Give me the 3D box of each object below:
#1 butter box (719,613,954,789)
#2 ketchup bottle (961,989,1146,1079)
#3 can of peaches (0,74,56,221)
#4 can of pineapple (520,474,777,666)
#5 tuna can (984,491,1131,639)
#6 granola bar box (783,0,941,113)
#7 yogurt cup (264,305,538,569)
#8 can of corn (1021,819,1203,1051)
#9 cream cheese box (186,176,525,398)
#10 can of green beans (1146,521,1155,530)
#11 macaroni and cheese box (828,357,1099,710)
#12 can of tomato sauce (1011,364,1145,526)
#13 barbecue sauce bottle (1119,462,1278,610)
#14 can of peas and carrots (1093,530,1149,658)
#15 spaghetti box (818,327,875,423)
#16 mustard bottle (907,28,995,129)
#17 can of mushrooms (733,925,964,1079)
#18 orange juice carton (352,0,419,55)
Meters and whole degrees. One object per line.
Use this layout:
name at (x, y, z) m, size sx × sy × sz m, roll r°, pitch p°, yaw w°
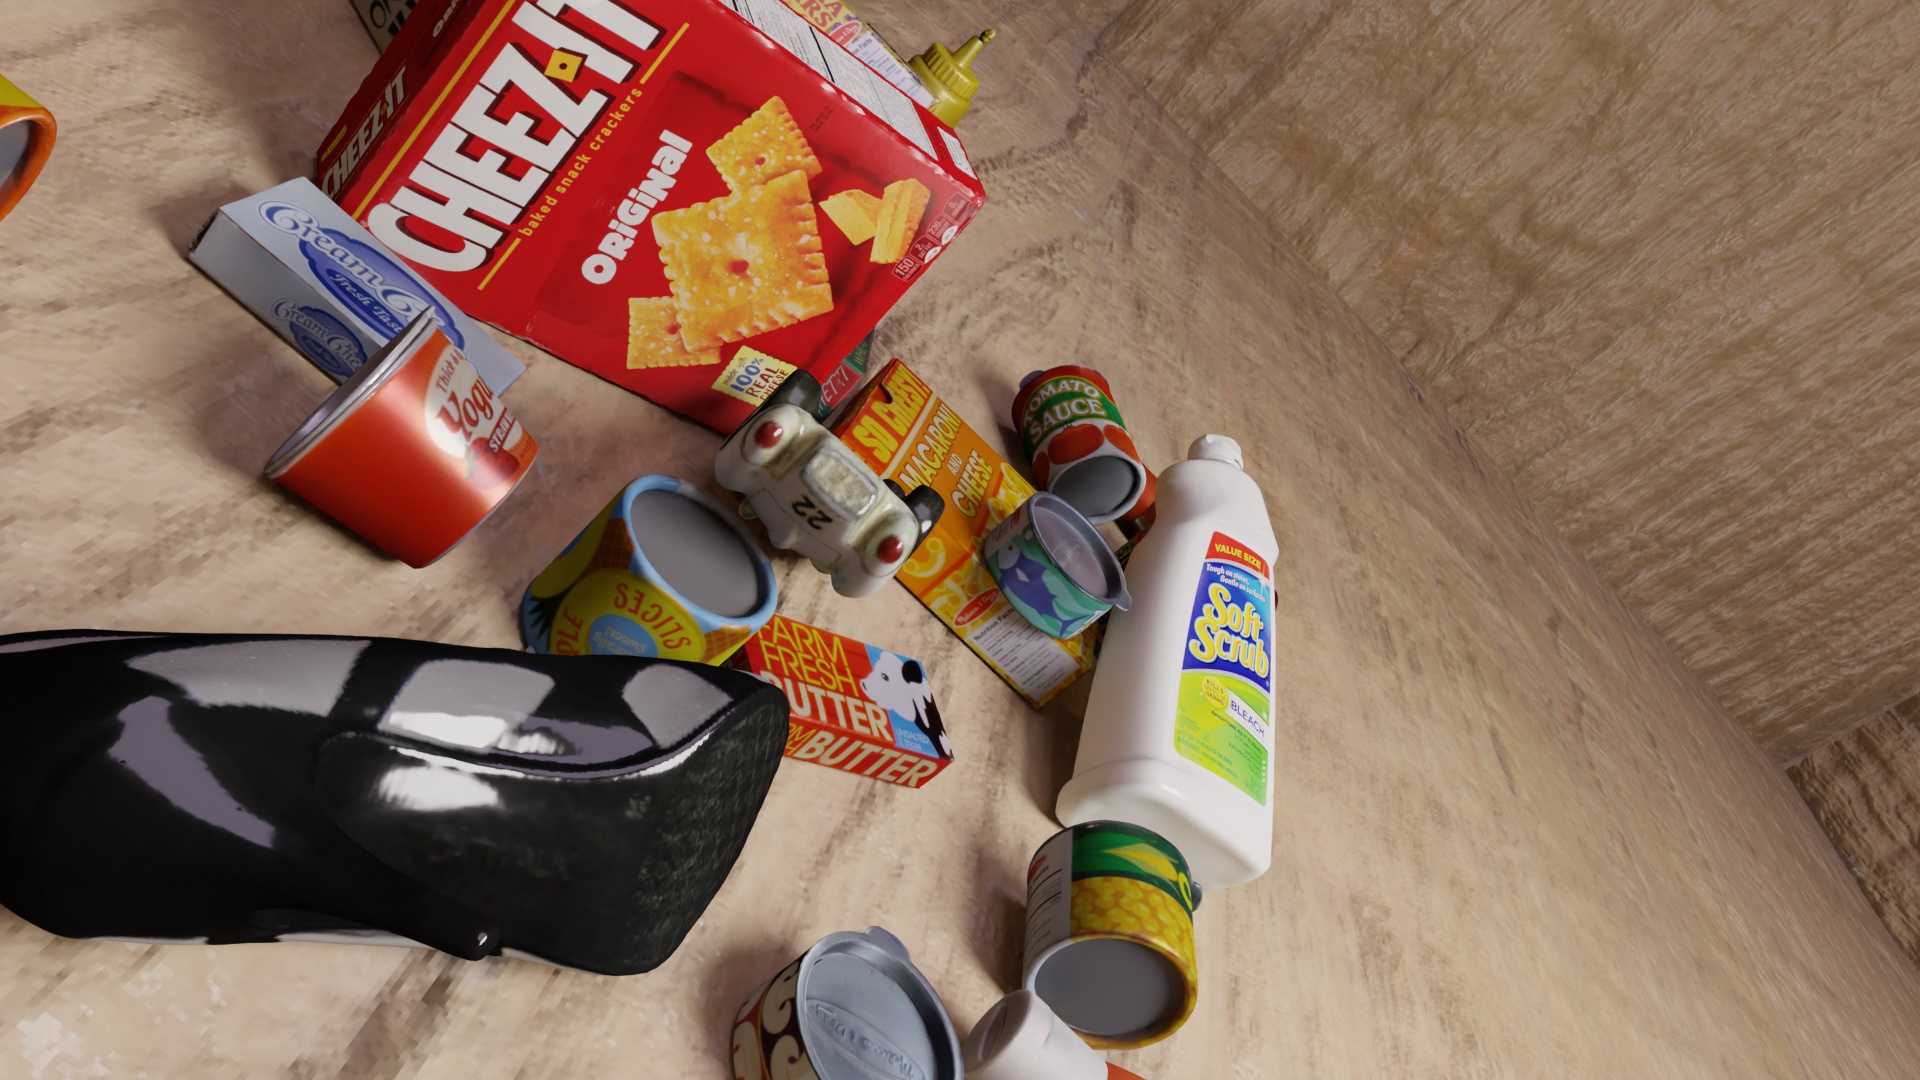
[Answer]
butter box at (-0.051, 0.061, 0.542) m, size 0.103 × 0.024 × 0.053 m, roll 23°, pitch 34°, yaw -44°
ketchup bottle at (0.063, 0.217, 0.477) m, size 0.149 × 0.043 × 0.065 m, roll 45°, pitch 25°, yaw -7°
can of peaches at (-0.282, -0.106, 0.358) m, size 0.058 × 0.071 × 0.071 m, roll 40°, pitch 25°, yaw -18°
can of pineapple at (-0.105, 0.020, 0.471) m, size 0.071 × 0.057 × 0.071 m, roll 38°, pitch 27°, yaw -23°
tuna can at (0.047, 0.014, 0.664) m, size 0.071 × 0.032 × 0.071 m, roll 37°, pitch 28°, yaw -24°
granola bar box at (-0.097, -0.216, 0.711) m, size 0.124 × 0.165 × 0.039 m, roll 45°, pitch 58°, yaw -8°
yogurt cup at (-0.170, -0.028, 0.432) m, size 0.054 × 0.072 × 0.073 m, roll 47°, pitch 23°, yaw -24°
can of corn at (0.060, 0.153, 0.536) m, size 0.071 × 0.071 × 0.058 m, roll 41°, pitch 26°, yaw -17°
cream cheese box at (-0.209, -0.079, 0.488) m, size 0.103 × 0.024 × 0.053 m, roll 42°, pitch 24°, yaw -14°
can of green beans at (0.131, 0.023, 0.848) m, size 0.071 × 0.071 × 0.058 m, roll 53°, pitch 25°, yaw 10°
macaroni and cheese box at (0.003, -0.009, 0.714) m, size 0.166 × 0.040 × 0.124 m, roll 44°, pitch 24°, yaw -10°
can of tomato sauce at (0.073, -0.061, 0.873) m, size 0.071 × 0.071 × 0.083 m, roll 28°, pitch 32°, yaw -38°
barbecue sauce bottle at (0.149, 0.002, 0.937) m, size 0.148 × 0.043 × 0.065 m, roll 45°, pitch 25°, yaw -6°
can of peas and carrots at (0.102, 0.036, 0.790) m, size 0.071 × 0.058 × 0.071 m, roll 38°, pitch 26°, yaw -22°
spaghetti box at (-0.066, -0.137, 0.777) m, size 0.028 × 0.050 × 0.251 m, roll 37°, pitch 27°, yaw -19°
mustard bottle at (-0.034, -0.269, 0.891) m, size 0.049 × 0.159 × 0.065 m, roll 51°, pitch 23°, yaw 9°
can of mushrooms at (-0.033, 0.155, 0.422) m, size 0.071 × 0.033 × 0.071 m, roll 37°, pitch 27°, yaw -22°
orange juice carton at (-0.226, -0.249, 0.652) m, size 0.193 × 0.071 × 0.073 m, roll 57°, pitch 25°, yaw 18°
